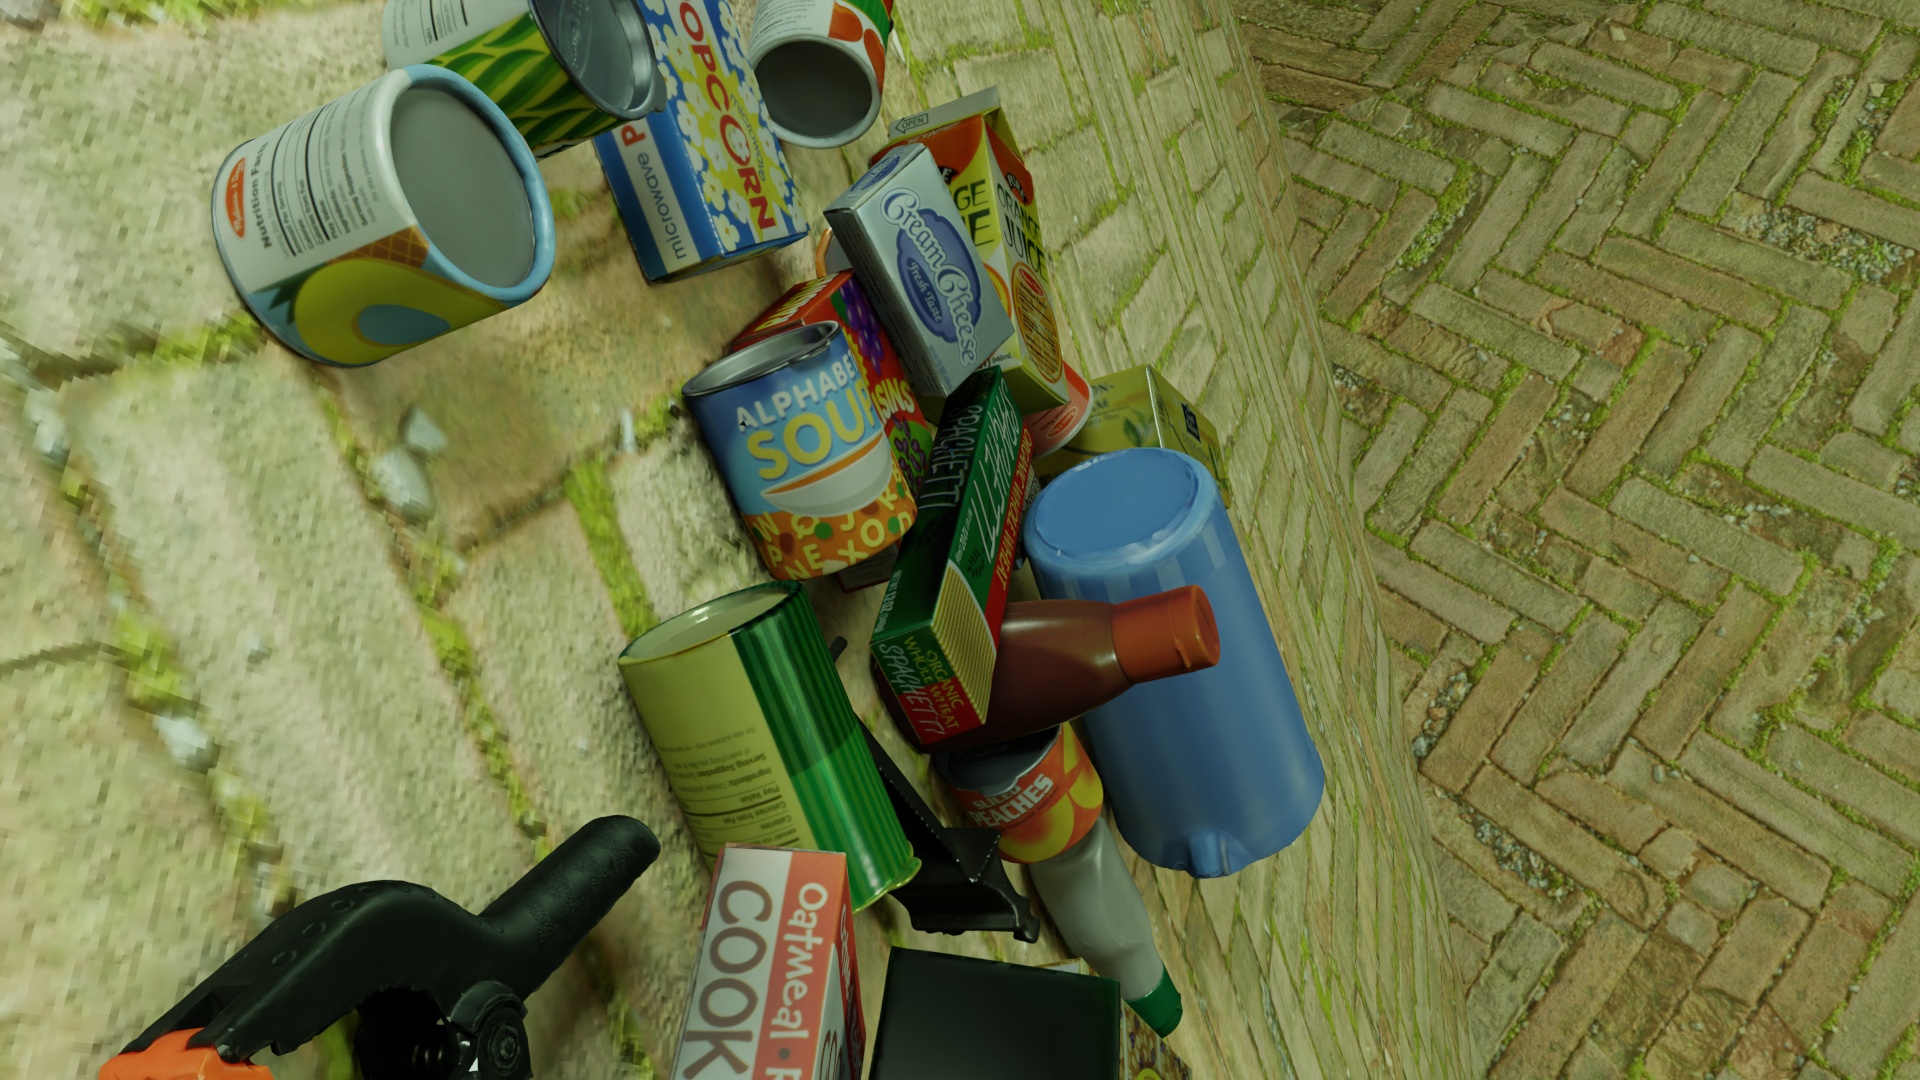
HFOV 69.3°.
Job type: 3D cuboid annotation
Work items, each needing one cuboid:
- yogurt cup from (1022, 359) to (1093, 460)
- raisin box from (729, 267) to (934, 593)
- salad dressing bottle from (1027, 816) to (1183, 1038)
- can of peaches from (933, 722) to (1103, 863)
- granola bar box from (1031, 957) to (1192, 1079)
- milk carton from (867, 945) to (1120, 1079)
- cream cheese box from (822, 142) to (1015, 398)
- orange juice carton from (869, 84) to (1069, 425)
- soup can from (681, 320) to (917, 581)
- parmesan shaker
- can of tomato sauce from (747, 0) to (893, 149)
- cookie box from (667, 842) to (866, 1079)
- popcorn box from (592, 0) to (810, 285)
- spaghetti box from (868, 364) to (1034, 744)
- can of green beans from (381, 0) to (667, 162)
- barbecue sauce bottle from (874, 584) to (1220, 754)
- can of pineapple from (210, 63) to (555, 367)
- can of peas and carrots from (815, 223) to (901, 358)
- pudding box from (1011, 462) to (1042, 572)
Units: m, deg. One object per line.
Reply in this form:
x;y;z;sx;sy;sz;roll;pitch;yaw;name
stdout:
0.037;-0.089;0.829;0.053;0.072;0.073;48;33;-34;yogurt cup
-0.049;-0.051;0.624;0.086;0.040;0.123;-62;134;-60;raisin box
0.082;0.215;0.761;0.064;0.044;0.147;-75;144;-55;salad dressing bottle
0.028;0.113;0.665;0.071;0.071;0.058;-78;146;-50;can of peaches
0.074;0.299;0.689;0.165;0.039;0.125;54;29;-43;granola bar box
0.001;0.217;0.463;0.189;0.073;0.073;98;0;-46;milk carton
-0.017;-0.121;0.632;0.053;0.024;0.103;-48;127;-28;cream cheese box
0.002;-0.164;0.780;0.073;0.071;0.193;28;51;-62;orange juice carton
-0.060;-0.035;0.544;0.083;0.071;0.072;67;23;-19;soup can
-0.062;0.071;0.467;0.103;0.071;0.071;70;22;-12;parmesan shaker
-0.067;-0.240;0.671;0.071;0.071;0.083;50;33;-46;can of tomato sauce
-0.058;0.187;0.381;0.122;0.040;0.168;91;4;-47;cookie box
-0.112;-0.171;0.554;0.126;0.038;0.085;70;23;-12;popcorn box
0.002;-0.008;0.615;0.251;0.028;0.050;-76;144;-60;spaghetti box
-0.141;-0.158;0.448;0.071;0.058;0.071;49;33;-48;can of green beans
0.039;0.054;0.620;0.064;0.148;0.044;63;25;-28;barbecue sauce bottle
-0.151;-0.086;0.374;0.071;0.058;0.071;49;33;-48;can of pineapple
-0.029;-0.131;0.687;0.058;0.071;0.071;41;39;-53;can of peas and carrots
0.022;-0.018;0.787;0.084;0.030;0.049;-58;130;-61;pudding box
